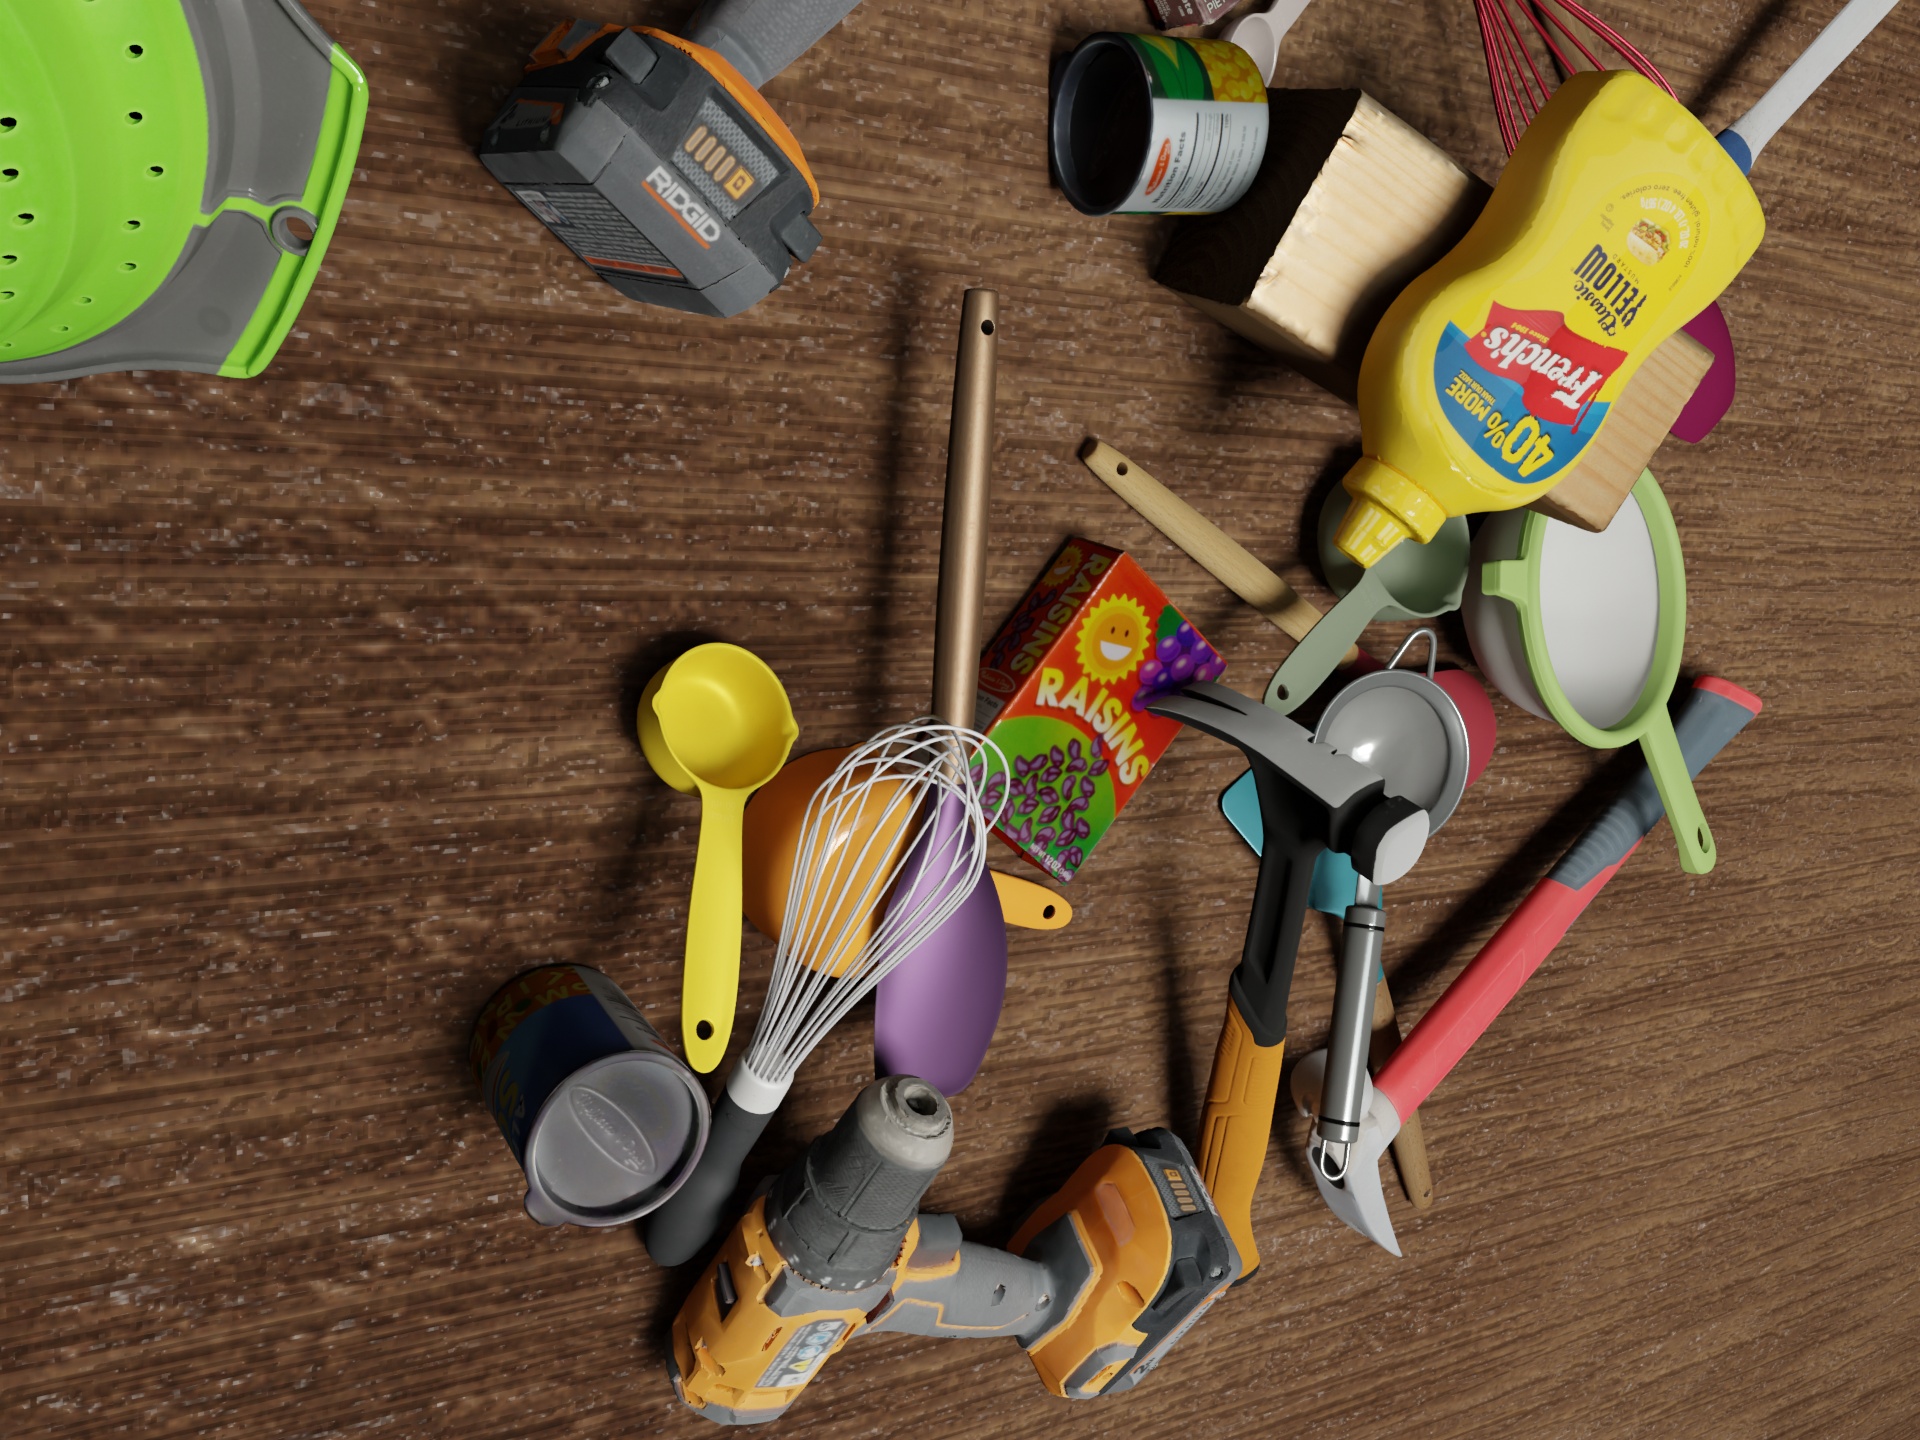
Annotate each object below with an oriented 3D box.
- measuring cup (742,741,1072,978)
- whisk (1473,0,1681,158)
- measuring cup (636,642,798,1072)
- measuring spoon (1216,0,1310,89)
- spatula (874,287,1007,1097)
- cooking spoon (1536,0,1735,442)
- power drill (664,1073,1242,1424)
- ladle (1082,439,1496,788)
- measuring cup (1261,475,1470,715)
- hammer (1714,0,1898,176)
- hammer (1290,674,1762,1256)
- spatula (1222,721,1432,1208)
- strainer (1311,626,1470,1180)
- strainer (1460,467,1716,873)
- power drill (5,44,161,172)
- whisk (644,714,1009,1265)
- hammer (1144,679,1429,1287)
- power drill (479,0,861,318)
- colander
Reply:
[{"bbox_3d":[-0.009,0.071,0.662,0.173,0.052,0.095,19,94,-32],"label":"measuring cup"},{"bbox_3d":[0.229,-0.314,0.678,0.073,0.073,0.295,-47,110,-11],"label":"whisk"},{"bbox_3d":[-0.095,0.049,0.584,0.062,0.029,0.157,12,72,-36],"label":"measuring cup"},{"bbox_3d":[0.138,-0.310,0.665,0.124,0.018,0.034,-57,141,-13],"label":"measuring spoon"},{"bbox_3d":[-0.001,-0.002,0.608,0.059,0.018,0.316,-4,104,-30],"label":"spatula"},{"bbox_3d":[0.331,-0.265,0.791,0.069,0.017,0.318,-47,123,-10],"label":"cooking spoon"},{"bbox_3d":[0.010,0.219,0.671,0.226,0.084,0.185,10,126,-32],"label":"power drill"},{"bbox_3d":[0.167,-0.044,0.754,0.315,0.031,0.069,32,84,-32],"label":"ladle"},{"bbox_3d":[0.172,-0.055,0.723,0.167,0.038,0.083,-46,111,-28],"label":"measuring cup"},{"bbox_3d":[0.382,-0.290,0.774,0.405,0.035,0.144,-47,123,-3],"label":"hammer"},{"bbox_3d":[0.321,0.115,0.865,0.386,0.038,0.143,-41,129,-22],"label":"hammer"},{"bbox_3d":[0.213,0.147,0.840,0.082,0.044,0.317,-34,124,-21],"label":"spatula"},{"bbox_3d":[0.188,0.085,0.747,0.086,0.050,0.258,12,83,-18],"label":"strainer"},{"bbox_3d":[0.322,-0.021,0.817,0.151,0.069,0.256,-47,119,-30],"label":"strainer"},{"bbox_3d":[-0.237,-0.277,0.408,0.190,0.080,0.228,40,85,-32],"label":"power drill"},{"bbox_3d":[-0.064,0.112,0.595,0.070,0.070,0.284,10,123,-33],"label":"whisk"},{"bbox_3d":[0.127,0.142,0.729,0.034,0.127,0.336,-24,133,-30],"label":"hammer"},{"bbox_3d":[-0.036,-0.235,0.491,0.084,0.164,0.226,42,83,-34],"label":"power drill"},{"bbox_3d":[-0.338,-0.175,0.325,0.396,0.095,0.204,24,127,-22],"label":"colander"}]
